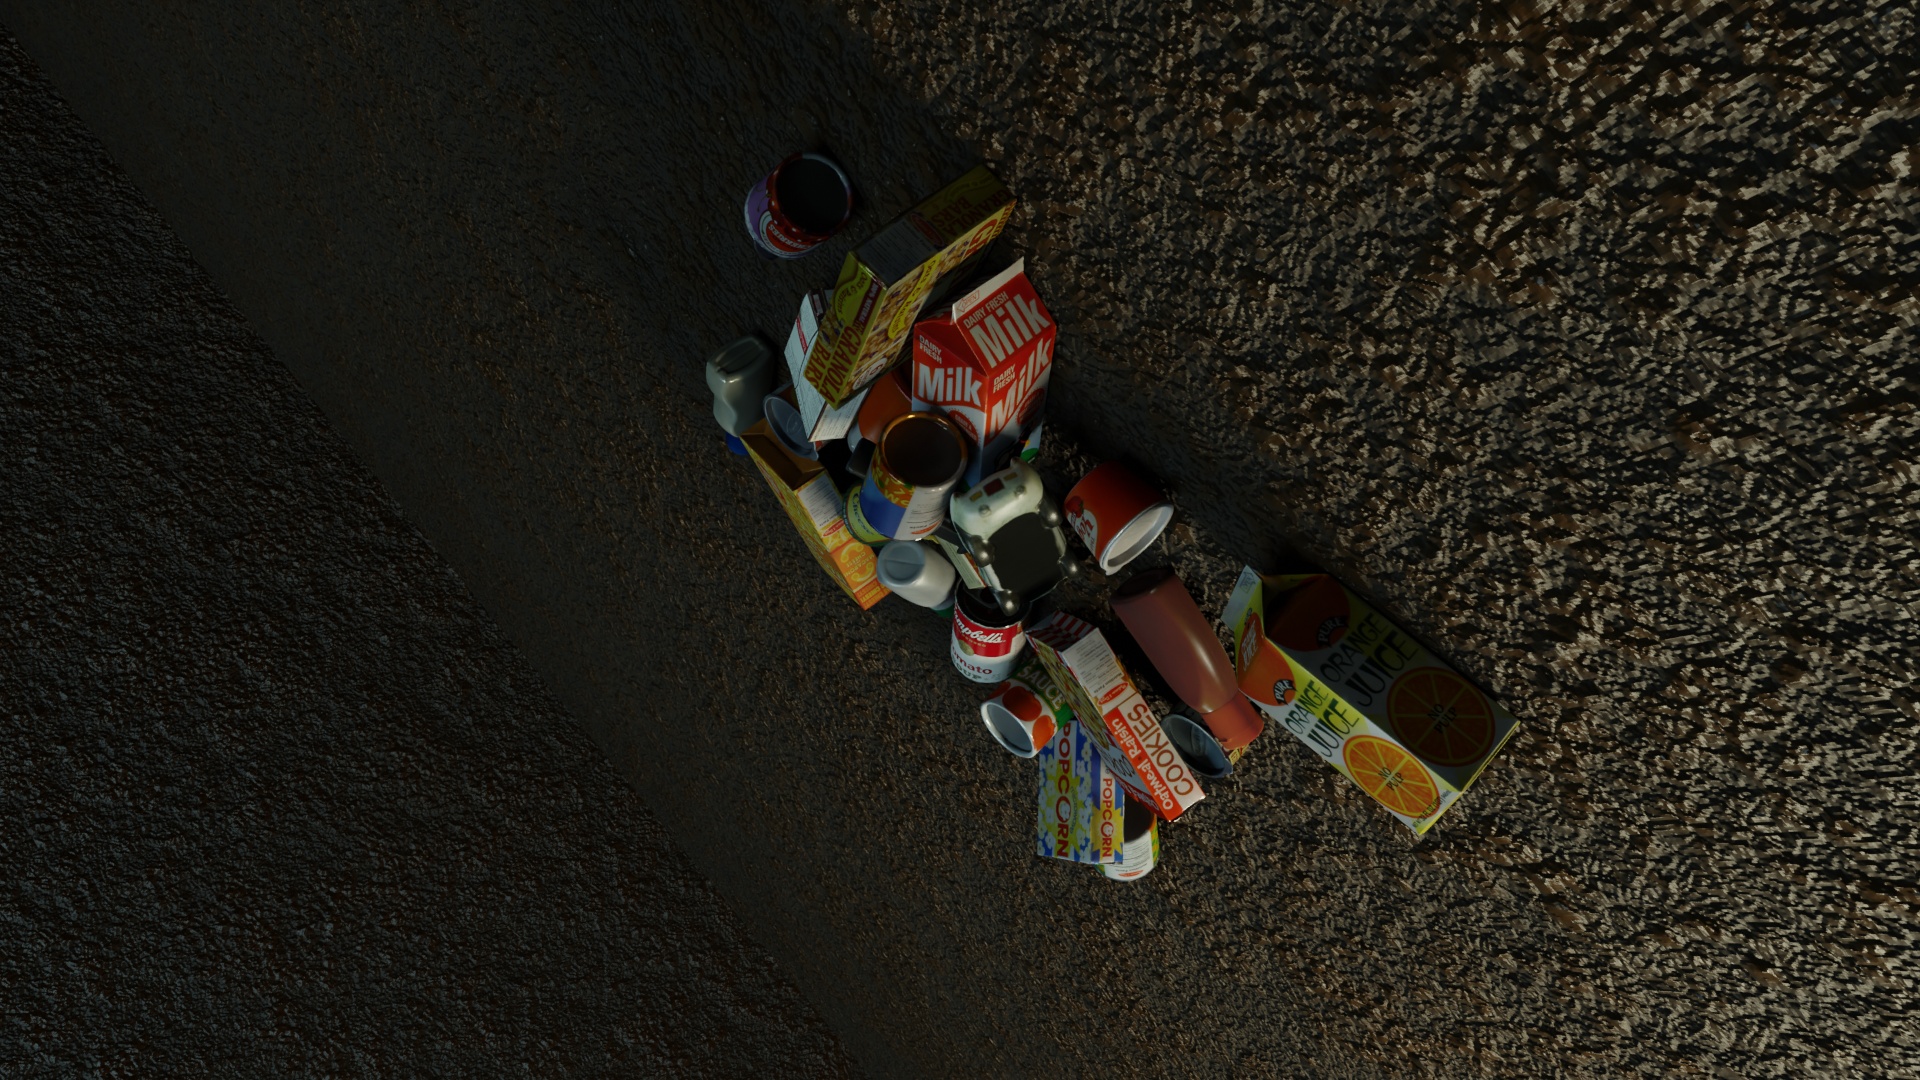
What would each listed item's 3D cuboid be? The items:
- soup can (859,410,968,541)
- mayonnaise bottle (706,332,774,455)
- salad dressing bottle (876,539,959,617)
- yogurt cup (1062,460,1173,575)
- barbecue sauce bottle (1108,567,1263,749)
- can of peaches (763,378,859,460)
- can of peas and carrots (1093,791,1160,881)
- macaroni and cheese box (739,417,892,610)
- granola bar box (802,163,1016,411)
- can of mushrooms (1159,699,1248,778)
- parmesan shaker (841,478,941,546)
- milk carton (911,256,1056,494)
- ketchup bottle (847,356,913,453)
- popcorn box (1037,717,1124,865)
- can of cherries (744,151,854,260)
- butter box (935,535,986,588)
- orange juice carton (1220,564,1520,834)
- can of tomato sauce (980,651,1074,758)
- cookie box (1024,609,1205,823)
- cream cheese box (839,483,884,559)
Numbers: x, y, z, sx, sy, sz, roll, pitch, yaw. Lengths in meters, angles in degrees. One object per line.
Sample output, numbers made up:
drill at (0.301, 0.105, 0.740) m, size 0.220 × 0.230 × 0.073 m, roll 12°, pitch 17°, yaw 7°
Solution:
soup can at (-0.036, -0.048, 1.009) m, size 0.071 × 0.071 × 0.083 m, roll 44°, pitch 152°, yaw 10°
mayonnaise bottle at (-0.208, -0.133, 1.320) m, size 0.041 × 0.065 × 0.147 m, roll 45°, pitch 156°, yaw 15°
salad dressing bottle at (-0.028, 0.036, 1.222) m, size 0.064 × 0.044 × 0.147 m, roll 7°, pitch 167°, yaw 18°
yogurt cup at (0.110, -0.020, 0.991) m, size 0.054 × 0.073 × 0.072 m, roll 48°, pitch 153°, yaw 21°
barbecue sauce bottle at (0.175, 0.091, 1.054) m, size 0.148 × 0.044 × 0.064 m, roll 54°, pitch 152°, yaw -10°
can of peaches at (-0.130, -0.114, 1.231) m, size 0.071 × 0.058 × 0.071 m, roll 35°, pitch 149°, yaw 25°
can of peas and carrots at (0.150, 0.271, 1.294) m, size 0.071 × 0.071 × 0.058 m, roll 28°, pitch 145°, yaw 35°
macaroni and cheese box at (-0.136, -0.026, 1.314) m, size 0.124 × 0.040 × 0.165 m, roll 42°, pitch 164°, yaw 47°
granola bar box at (-0.038, -0.171, 0.952) m, size 0.039 × 0.125 × 0.164 m, roll 47°, pitch 152°, yaw 6°
can of mushrooms at (0.198, 0.157, 1.114) m, size 0.071 × 0.033 × 0.070 m, roll 36°, pitch 149°, yaw 26°
parmesan shaker at (-0.052, -0.027, 1.213) m, size 0.071 × 0.071 × 0.103 m, roll 57°, pitch 152°, yaw -14°
milk carton at (0.015, -0.118, 0.997) m, size 0.073 × 0.072 × 0.189 m, roll 38°, pitch 150°, yaw 22°
ketchup bottle at (-0.056, -0.106, 1.147) m, size 0.064 × 0.044 × 0.148 m, roll 52°, pitch 153°, yaw 0°
popcorn box at (0.108, 0.223, 1.249) m, size 0.085 × 0.038 × 0.127 m, roll -11°, pitch 75°, yaw 58°
can of cherries at (-0.121, -0.247, 1.037) m, size 0.071 × 0.072 × 0.058 m, roll 56°, pitch 151°, yaw -13°
butter box at (0.004, -0.015, 1.163) m, size 0.024 × 0.053 × 0.103 m, roll -10°, pitch 117°, yaw 56°
orange juice carton at (0.254, 0.094, 0.909) m, size 0.193 × 0.073 × 0.071 m, roll 40°, pitch 151°, yaw 19°
can of tomato sauce at (0.068, 0.140, 1.229) m, size 0.071 × 0.083 × 0.070 m, roll 36°, pitch 150°, yaw 25°
cookie box at (0.124, 0.143, 1.147) m, size 0.167 × 0.040 × 0.123 m, roll 57°, pitch 172°, yaw -9°
cream cheese box at (-0.075, -0.009, 1.317) m, size 0.103 × 0.024 × 0.053 m, roll 57°, pitch 153°, yaw -13°
